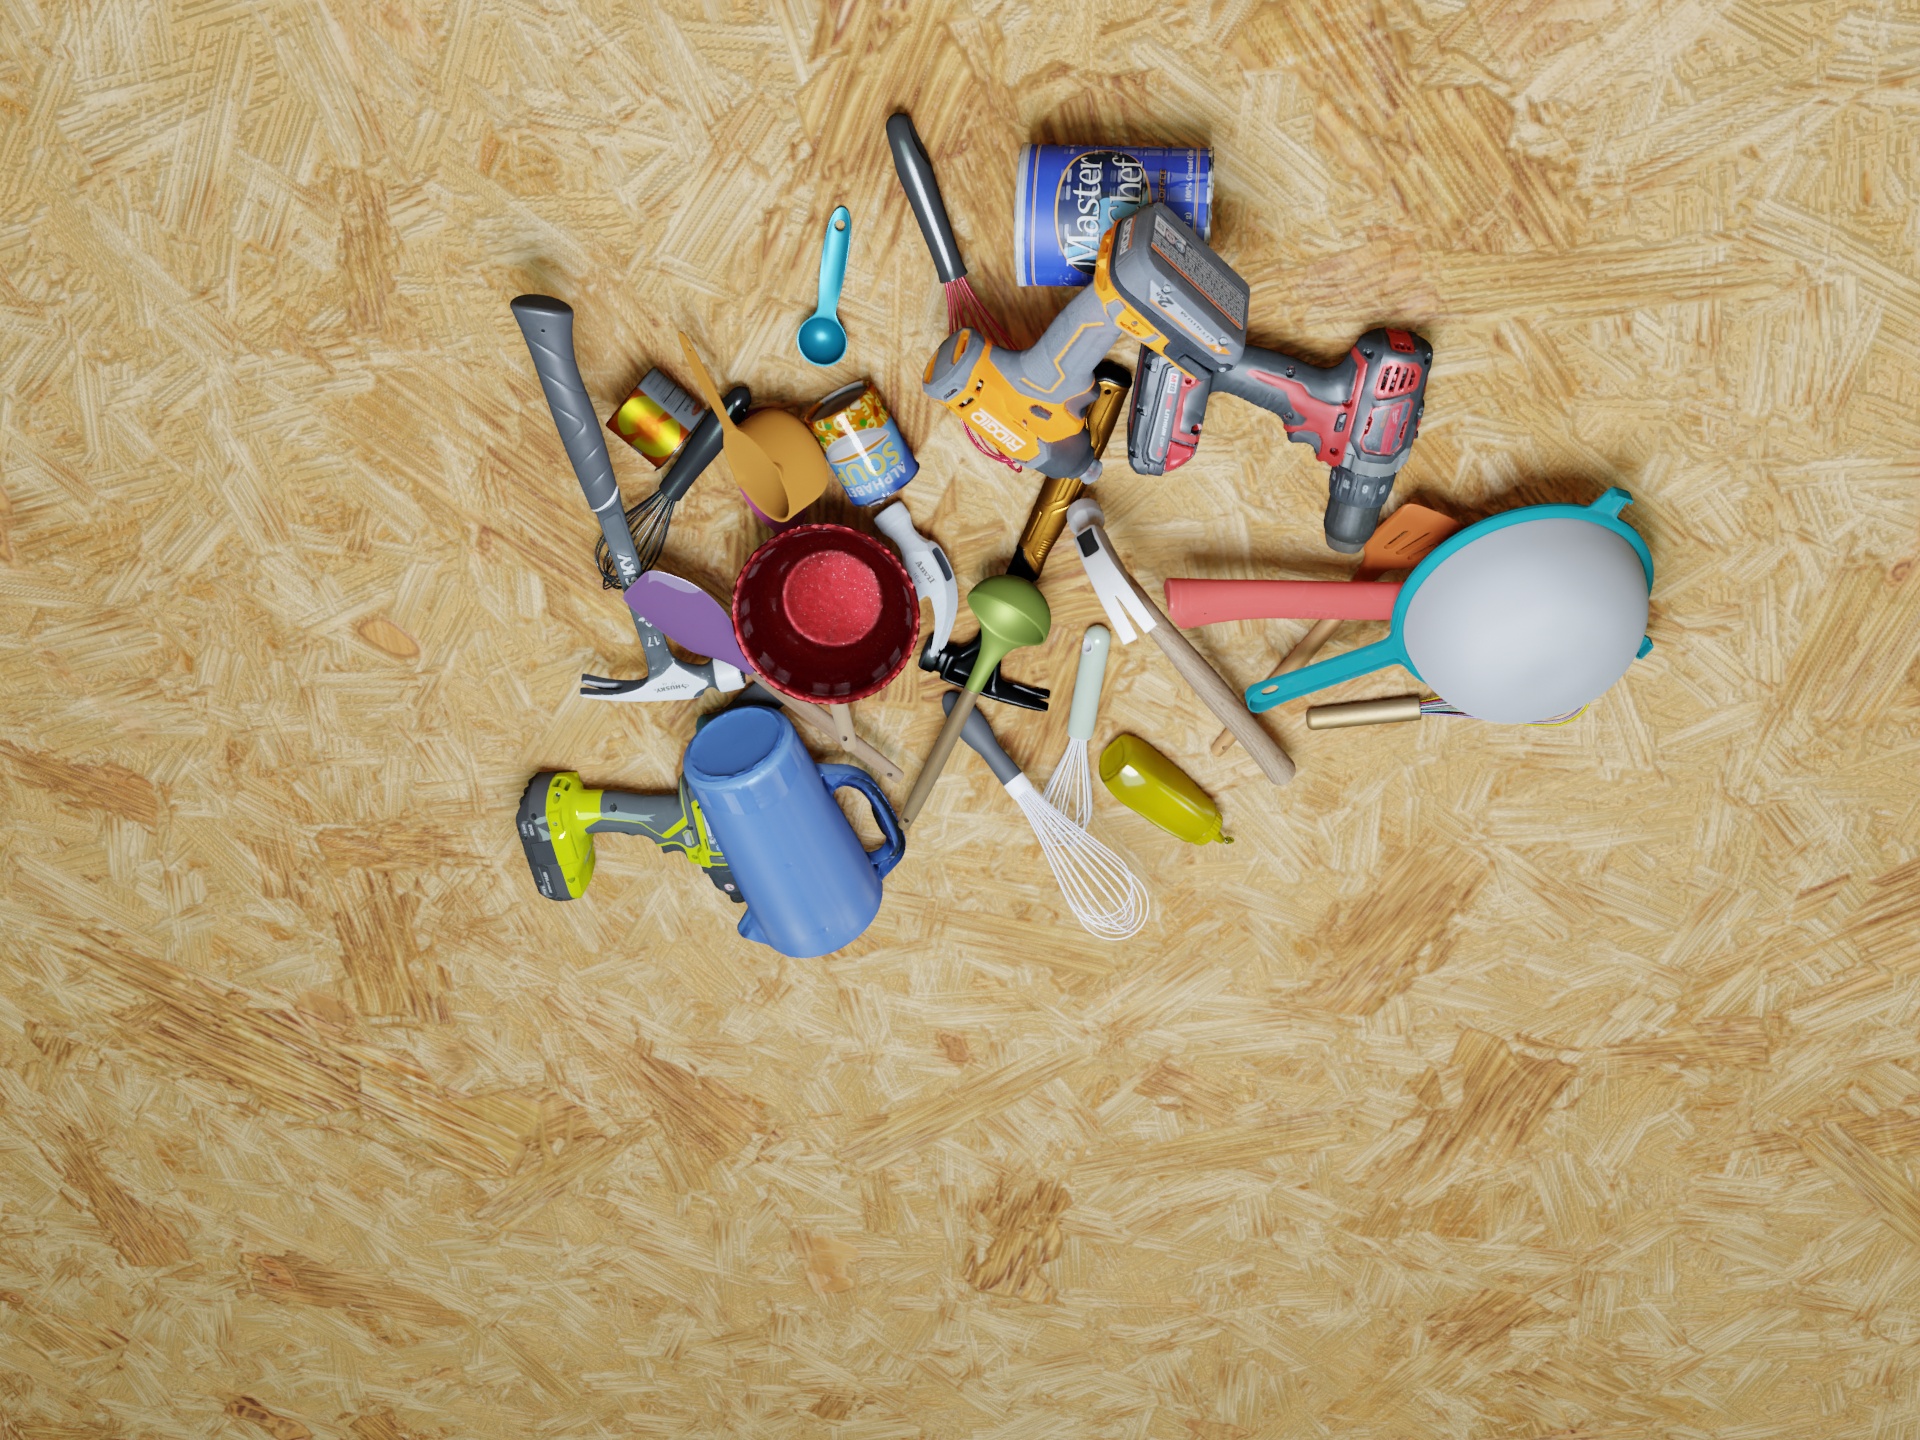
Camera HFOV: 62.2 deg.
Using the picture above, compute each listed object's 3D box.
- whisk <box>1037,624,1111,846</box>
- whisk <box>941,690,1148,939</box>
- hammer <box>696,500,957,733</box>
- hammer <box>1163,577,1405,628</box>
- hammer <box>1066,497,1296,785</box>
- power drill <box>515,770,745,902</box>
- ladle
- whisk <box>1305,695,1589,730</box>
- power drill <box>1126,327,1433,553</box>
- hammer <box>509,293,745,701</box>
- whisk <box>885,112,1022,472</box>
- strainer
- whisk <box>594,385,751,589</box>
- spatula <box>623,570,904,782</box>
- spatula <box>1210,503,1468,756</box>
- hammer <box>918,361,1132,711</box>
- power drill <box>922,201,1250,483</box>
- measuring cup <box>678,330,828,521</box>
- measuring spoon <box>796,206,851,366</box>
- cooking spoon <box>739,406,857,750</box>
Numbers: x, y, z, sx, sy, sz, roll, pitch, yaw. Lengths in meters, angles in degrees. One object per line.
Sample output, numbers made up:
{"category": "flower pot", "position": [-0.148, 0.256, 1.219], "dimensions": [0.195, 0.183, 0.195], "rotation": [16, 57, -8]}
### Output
{"category": "whisk", "position": [0.112, 0.019, 1.491], "dimensions": [0.059, 0.058, 0.246], "rotation": [-11, 127, -26]}
{"category": "whisk", "position": [0.073, 0.087, 1.485], "dimensions": [0.070, 0.070, 0.284], "rotation": [-41, 86, 30]}
{"category": "hammer", "position": [-0.133, -0.060, 1.465], "dimensions": [0.331, 0.033, 0.128], "rotation": [-35, 94, 31]}
{"category": "hammer", "position": [0.349, -0.106, 1.319], "dimensions": [0.359, 0.037, 0.149], "rotation": [1, 136, -5]}
{"category": "hammer", "position": [0.199, -0.046, 1.367], "dimensions": [0.031, 0.130, 0.331], "rotation": [-33, 125, 18]}
{"category": "power drill", "position": [-0.318, 0.118, 1.604], "dimensions": [0.223, 0.080, 0.171], "rotation": [-2, 124, 7]}
{"category": "ladle", "position": [-0.002, -0.005, 1.441], "dimensions": [0.078, 0.062, 0.320], "rotation": [30, 127, 4]}
{"category": "whisk", "position": [0.434, -0.009, 1.421], "dimensions": [0.245, 0.051, 0.047], "rotation": [-6, 129, 16]}
{"category": "power drill", "position": [0.250, -0.229, 1.276], "dimensions": [0.226, 0.080, 0.187], "rotation": [7, 126, 0]}
{"category": "hammer", "position": [-0.300, -0.172, 1.346], "dimensions": [0.149, 0.036, 0.408], "rotation": [-11, 131, 1]}
{"category": "whisk", "position": [0.002, -0.330, 1.253], "dimensions": [0.073, 0.073, 0.295], "rotation": [-14, 116, 17]}
{"category": "strainer", "position": [0.403, -0.045, 1.292], "dimensions": [0.340, 0.095, 0.210], "rotation": [-19, 135, 13]}
{"category": "whisk", "position": [-0.251, -0.201, 1.390], "dimensions": [0.055, 0.055, 0.239], "rotation": [35, 119, -15]}
{"category": "spatula", "position": [-0.166, -0.034, 1.436], "dimensions": [0.059, 0.018, 0.315], "rotation": [-38, 120, 25]}
{"category": "spatula", "position": [0.318, -0.071, 1.395], "dimensions": [0.081, 0.041, 0.322], "rotation": [20, 128, -22]}
{"category": "hammer", "position": [0.076, -0.155, 1.377], "dimensions": [0.127, 0.034, 0.336], "rotation": [21, 125, -5]}
{"category": "power drill", "position": [0.102, -0.261, 1.173], "dimensions": [0.164, 0.084, 0.226], "rotation": [34, 140, -29]}
{"category": "measuring cup", "position": [-0.169, -0.250, 1.307], "dimensions": [0.095, 0.052, 0.173], "rotation": [3, 125, 61]}
{"category": "measuring spoon", "position": [-0.103, -0.350, 1.283], "dimensions": [0.042, 0.021, 0.128], "rotation": [13, 116, 1]}
{"category": "cooking spoon", "position": [-0.137, -0.120, 1.407], "dimensions": [0.069, 0.017, 0.318], "rotation": [-9, 109, 16]}
